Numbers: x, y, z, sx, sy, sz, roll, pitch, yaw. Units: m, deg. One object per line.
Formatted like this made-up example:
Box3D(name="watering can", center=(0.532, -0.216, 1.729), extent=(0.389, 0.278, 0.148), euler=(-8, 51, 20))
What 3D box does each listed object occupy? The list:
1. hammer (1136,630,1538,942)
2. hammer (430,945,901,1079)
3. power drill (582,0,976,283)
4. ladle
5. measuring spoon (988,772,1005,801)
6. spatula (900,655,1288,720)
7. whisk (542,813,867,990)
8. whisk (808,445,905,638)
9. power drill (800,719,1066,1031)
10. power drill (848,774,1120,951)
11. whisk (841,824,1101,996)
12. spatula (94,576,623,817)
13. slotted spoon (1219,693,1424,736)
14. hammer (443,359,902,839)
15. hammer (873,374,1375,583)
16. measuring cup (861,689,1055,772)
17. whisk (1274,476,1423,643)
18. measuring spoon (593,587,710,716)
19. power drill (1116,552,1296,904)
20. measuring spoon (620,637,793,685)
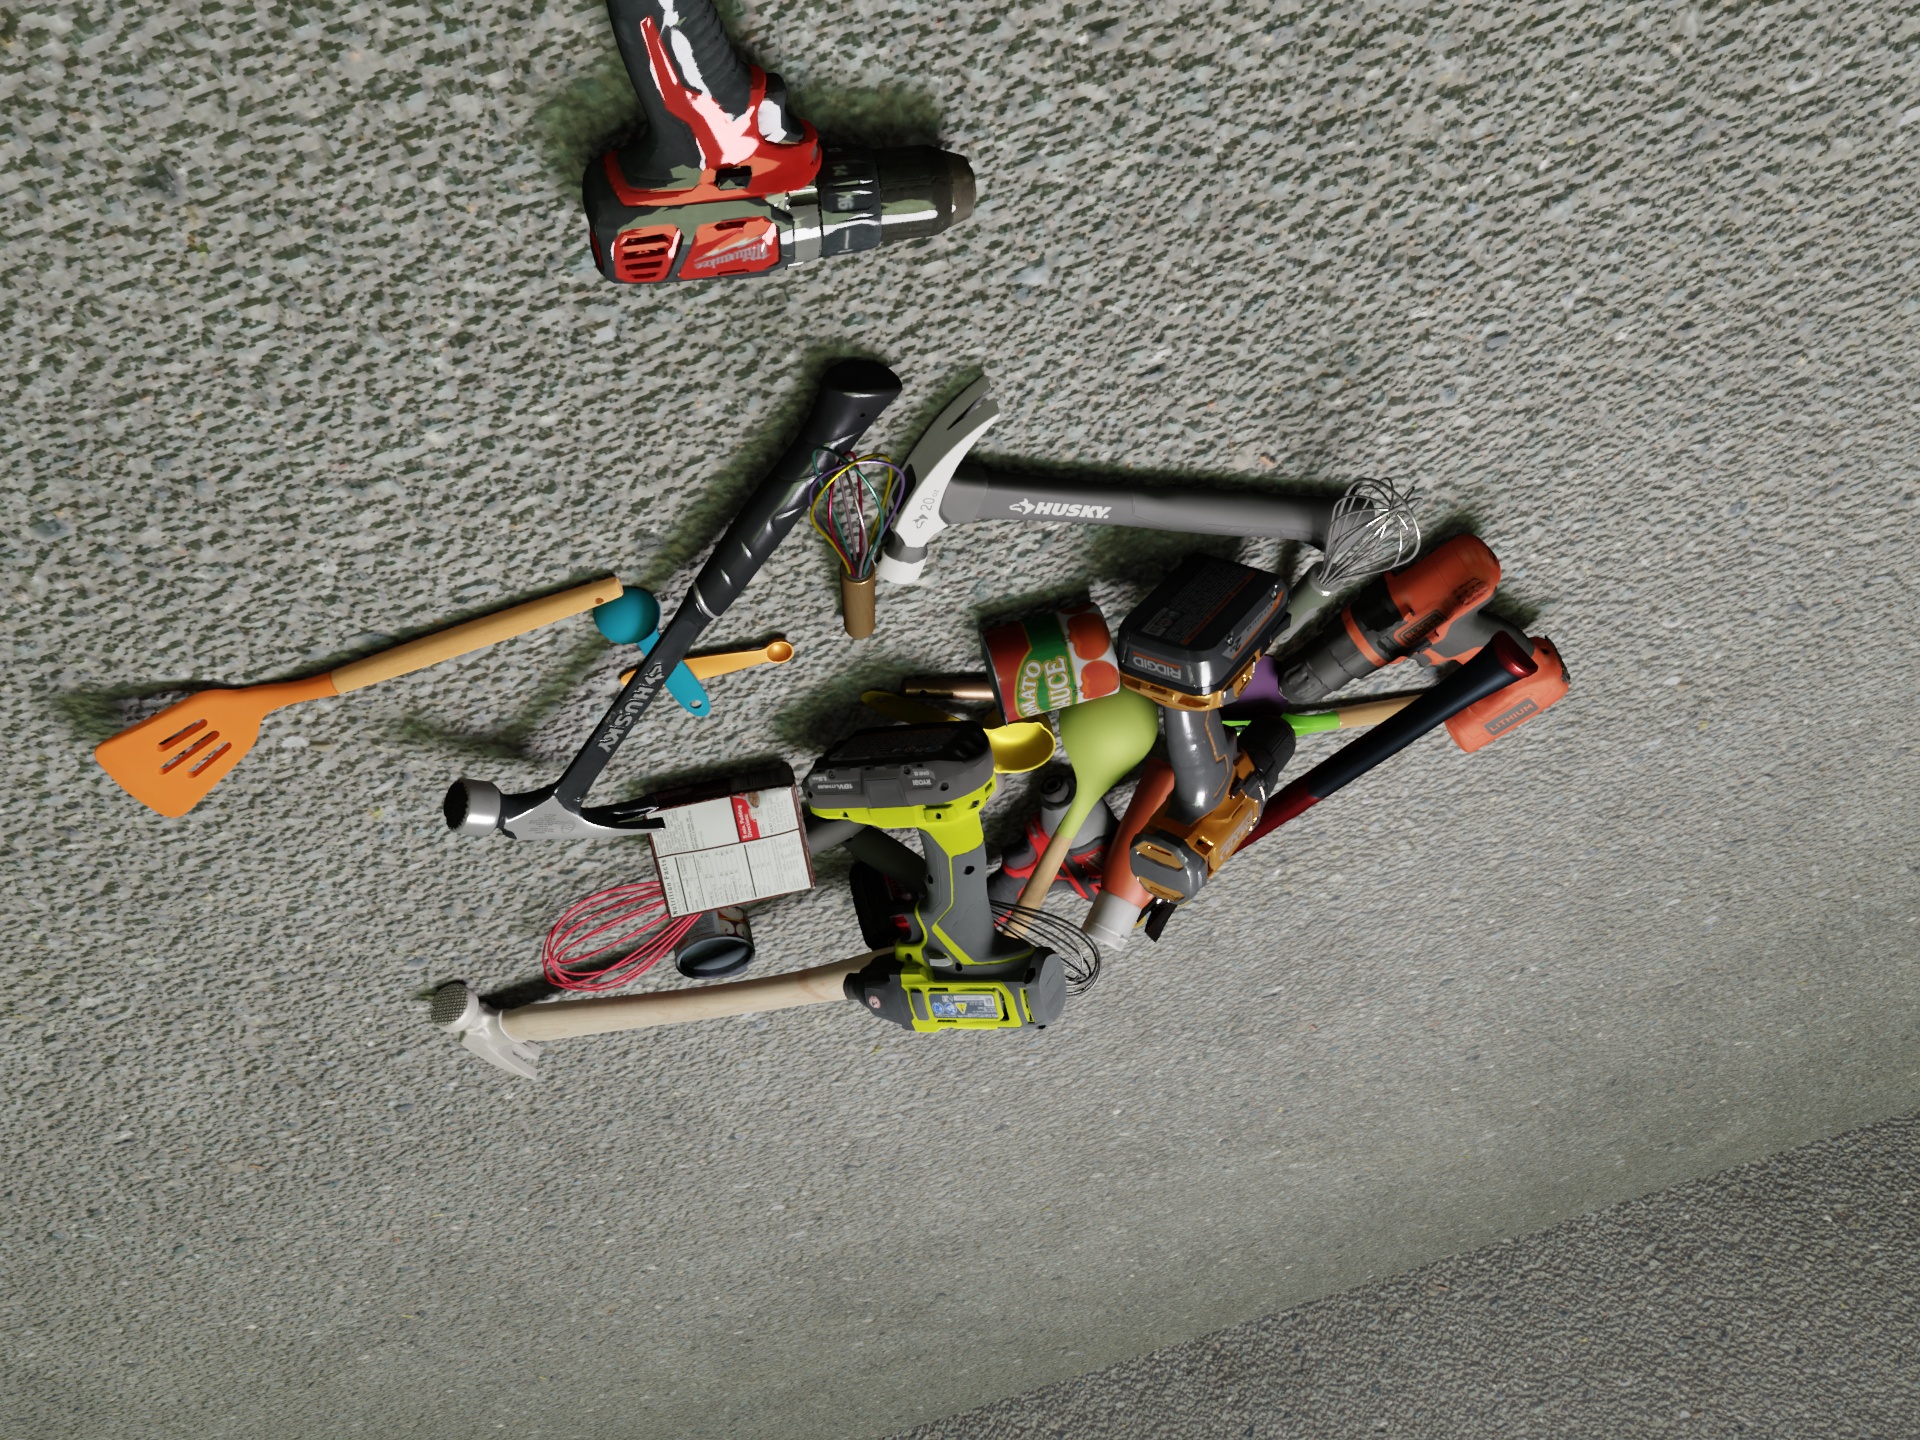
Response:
Box3D(name="hammer", center=(0.271, 0.050, 1.194), extent=(0.143, 0.038, 0.386), euler=(-43, 180, -42))
Box3D(name="hammer", center=(-0.215, 0.234, 1.300), extent=(0.410, 0.038, 0.146), euler=(-10, 147, 14))
Box3D(name="power drill", center=(-0.081, -0.294, 0.702), extent=(0.188, 0.080, 0.226), euler=(-9, 146, -10))
Box3D(name="ladle", center=(0.066, 0.095, 1.214), extent=(0.078, 0.062, 0.320), euler=(4, 129, -26))
Box3D(name="measuring spoon", center=(-0.023, 0.054, 1.227), extent=(0.124, 0.018, 0.034), euler=(-1, 141, -19))
Box3D(name="spatula", center=(0.108, -0.025, 1.174), extent=(0.315, 0.018, 0.059), euler=(0, 120, -20))
Box3D(name="whisk", center=(-0.195, 0.130, 1.228), extent=(0.296, 0.073, 0.073), euler=(-27, 143, 7))
Box3D(name="whisk", center=(-0.065, -0.098, 0.942), extent=(0.051, 0.047, 0.245), euler=(26, 163, 5))
Box3D(name="power drill", center=(-0.029, 0.120, 1.145), extent=(0.171, 0.080, 0.223), euler=(-5, 110, 26))
Box3D(name="power drill", center=(0.029, 0.126, 1.291), extent=(0.219, 0.079, 0.143), euler=(-26, 136, 8))
Box3D(name="whisk", center=(0.002, 0.135, 1.211), extent=(0.055, 0.239, 0.055), euler=(-55, 165, -22))
Box3D(name="spatula", center=(-0.359, -0.024, 0.975), extent=(0.322, 0.041, 0.080), euler=(-19, 143, 1))
Box3D(name="slotted spoon", center=(0.325, -0.003, 1.282), extent=(0.313, 0.031, 0.070), euler=(-9, 126, -14))
Box3D(name="hammer", center=(-0.163, -0.059, 0.981), extent=(0.149, 0.036, 0.409), euler=(11, 130, -44))
Box3D(name="hammer", center=(0.120, -0.140, 1.014), extent=(0.334, 0.035, 0.146), euler=(1, 141, -22))
Box3D(name="measuring cup", center=(-0.002, -0.004, 1.163), extent=(0.156, 0.029, 0.062), euler=(19, 133, -23))
Box3D(name="whisk", center=(0.246, -0.097, 1.055), extent=(0.058, 0.059, 0.246), euler=(-36, 171, -14))
Box3D(name="measuring spoon", center=(-0.194, -0.036, 1.029), extent=(0.042, 0.021, 0.128), euler=(-21, 137, 9))
Box3D(name="power drill", center=(0.185, -0.005, 1.124), extent=(0.185, 0.084, 0.226), euler=(-43, 139, -36))
Box3D(name="measuring spoon", center=(-0.169, -0.039, 1.058), extent=(0.117, 0.011, 0.021), euler=(-11, 137, -2))
